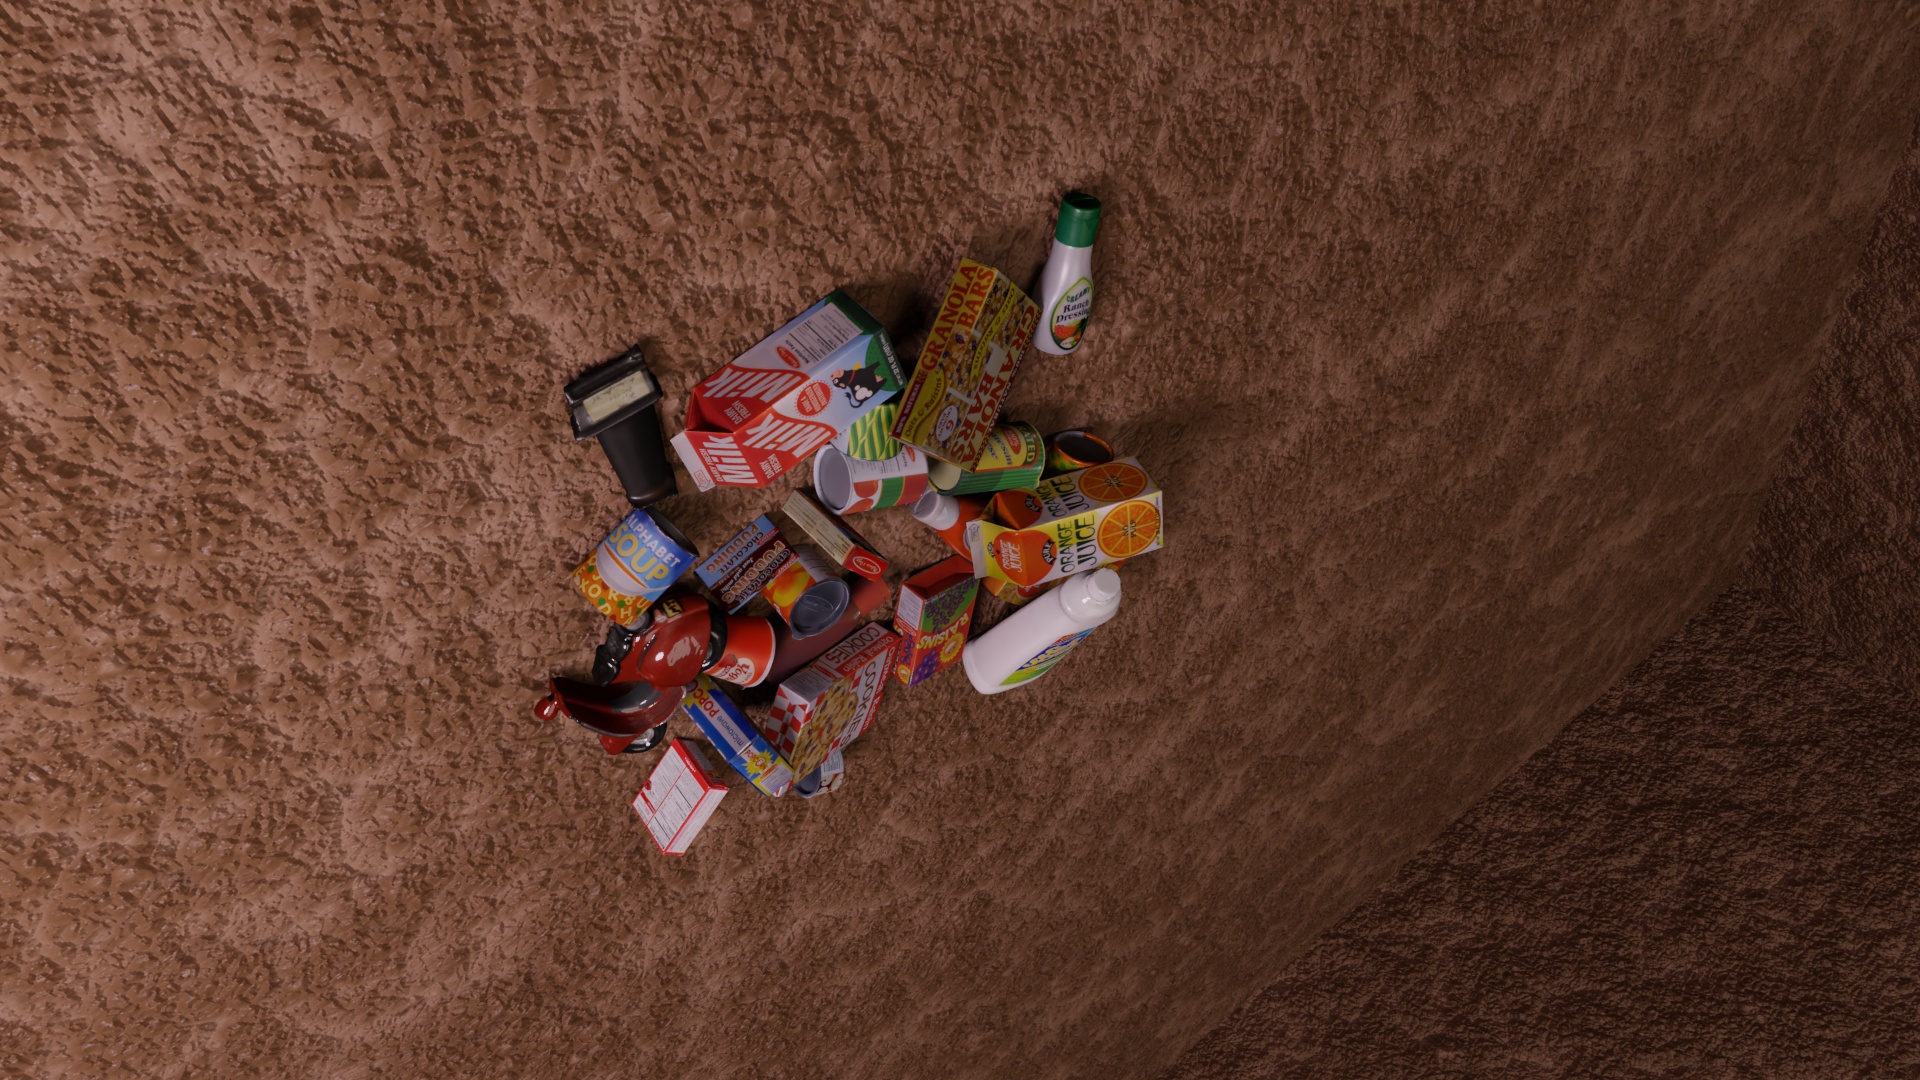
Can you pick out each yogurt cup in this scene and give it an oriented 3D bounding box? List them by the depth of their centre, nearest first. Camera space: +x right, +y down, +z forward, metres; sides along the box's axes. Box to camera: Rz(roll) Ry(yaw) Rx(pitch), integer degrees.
[{"bbox_3d":[-0.212,0.099,1.282,0.054,0.072,0.072,17,112,-41],"label":"yogurt cup"}]

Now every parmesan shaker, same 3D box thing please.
[{"bbox_3d":[0.023,-0.077,1.337,0.103,0.071,0.071,-9,130,-39],"label":"parmesan shaker"}]

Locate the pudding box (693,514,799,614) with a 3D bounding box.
[{"bbox_3d":[-0.193,0.022,1.256,0.084,0.030,0.049,-39,144,-9],"label":"pudding box"}]

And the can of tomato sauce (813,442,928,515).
[{"bbox_3d":[-0.082,-0.059,1.258,0.083,0.071,0.070,-11,131,-37],"label":"can of tomato sauce"}]

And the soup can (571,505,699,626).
[{"bbox_3d":[-0.269,0.020,1.147,0.084,0.071,0.071,-45,143,0],"label":"soup can"}]

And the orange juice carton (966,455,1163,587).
[{"bbox_3d":[0.101,-0.015,1.382,0.193,0.073,0.071,-16,127,-11],"label":"orange juice carton"}]

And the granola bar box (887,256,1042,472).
[{"bbox_3d":[0.008,-0.150,1.222,0.165,0.039,0.124,-67,157,1],"label":"granola bar box"}]

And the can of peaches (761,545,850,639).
[{"bbox_3d":[-0.147,0.048,1.301,0.071,0.058,0.070,-26,140,-25],"label":"can of peaches"}]

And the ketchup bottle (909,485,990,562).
[{"bbox_3d":[0.005,-0.018,1.400,0.064,0.043,0.148,-55,142,7],"label":"ketchup bottle"}]

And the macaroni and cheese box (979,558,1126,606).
[{"bbox_3d":[0.110,0.020,1.539,0.166,0.040,0.123,20,110,-50],"label":"macaroni and cheese box"}]

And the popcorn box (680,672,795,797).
[{"bbox_3d":[-0.216,0.174,1.294,0.038,0.127,0.085,-43,144,-8],"label":"popcorn box"}]

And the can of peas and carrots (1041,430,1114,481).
[{"bbox_3d":[0.123,-0.072,1.440,0.071,0.071,0.058,-14,132,-36],"label":"can of peas and carrots"}]

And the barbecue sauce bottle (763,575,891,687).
[{"bbox_3d":[-0.137,0.082,1.354,0.149,0.044,0.064,-35,157,-16],"label":"barbecue sauce bottle"}]

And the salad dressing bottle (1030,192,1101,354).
[{"bbox_3d":[0.098,-0.245,1.278,0.064,0.044,0.146,-21,137,-34],"label":"salad dressing bottle"}]

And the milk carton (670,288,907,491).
[{"bbox_3d":[-0.146,-0.115,1.137,0.191,0.073,0.072,-37,143,-12],"label":"milk carton"}]

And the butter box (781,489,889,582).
[{"bbox_3d":[-0.113,-0.005,1.247,0.024,0.104,0.053,-53,141,4],"label":"butter box"}]

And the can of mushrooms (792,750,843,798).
[{"bbox_3d":[-0.155,0.236,1.463,0.033,0.071,0.070,-7,129,-41],"label":"can of mushrooms"}]

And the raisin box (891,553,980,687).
[{"bbox_3d":[-0.028,0.085,1.456,0.086,0.040,0.122,-26,141,-41],"label":"raisin box"}]

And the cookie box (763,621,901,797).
[{"bbox_3d":[-0.132,0.167,1.394,0.168,0.040,0.122,-32,148,-55],"label":"cookie box"}]

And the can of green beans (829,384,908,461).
[{"bbox_3d":[-0.079,-0.111,1.212,0.071,0.071,0.057,-15,133,-34],"label":"can of green beans"}]
